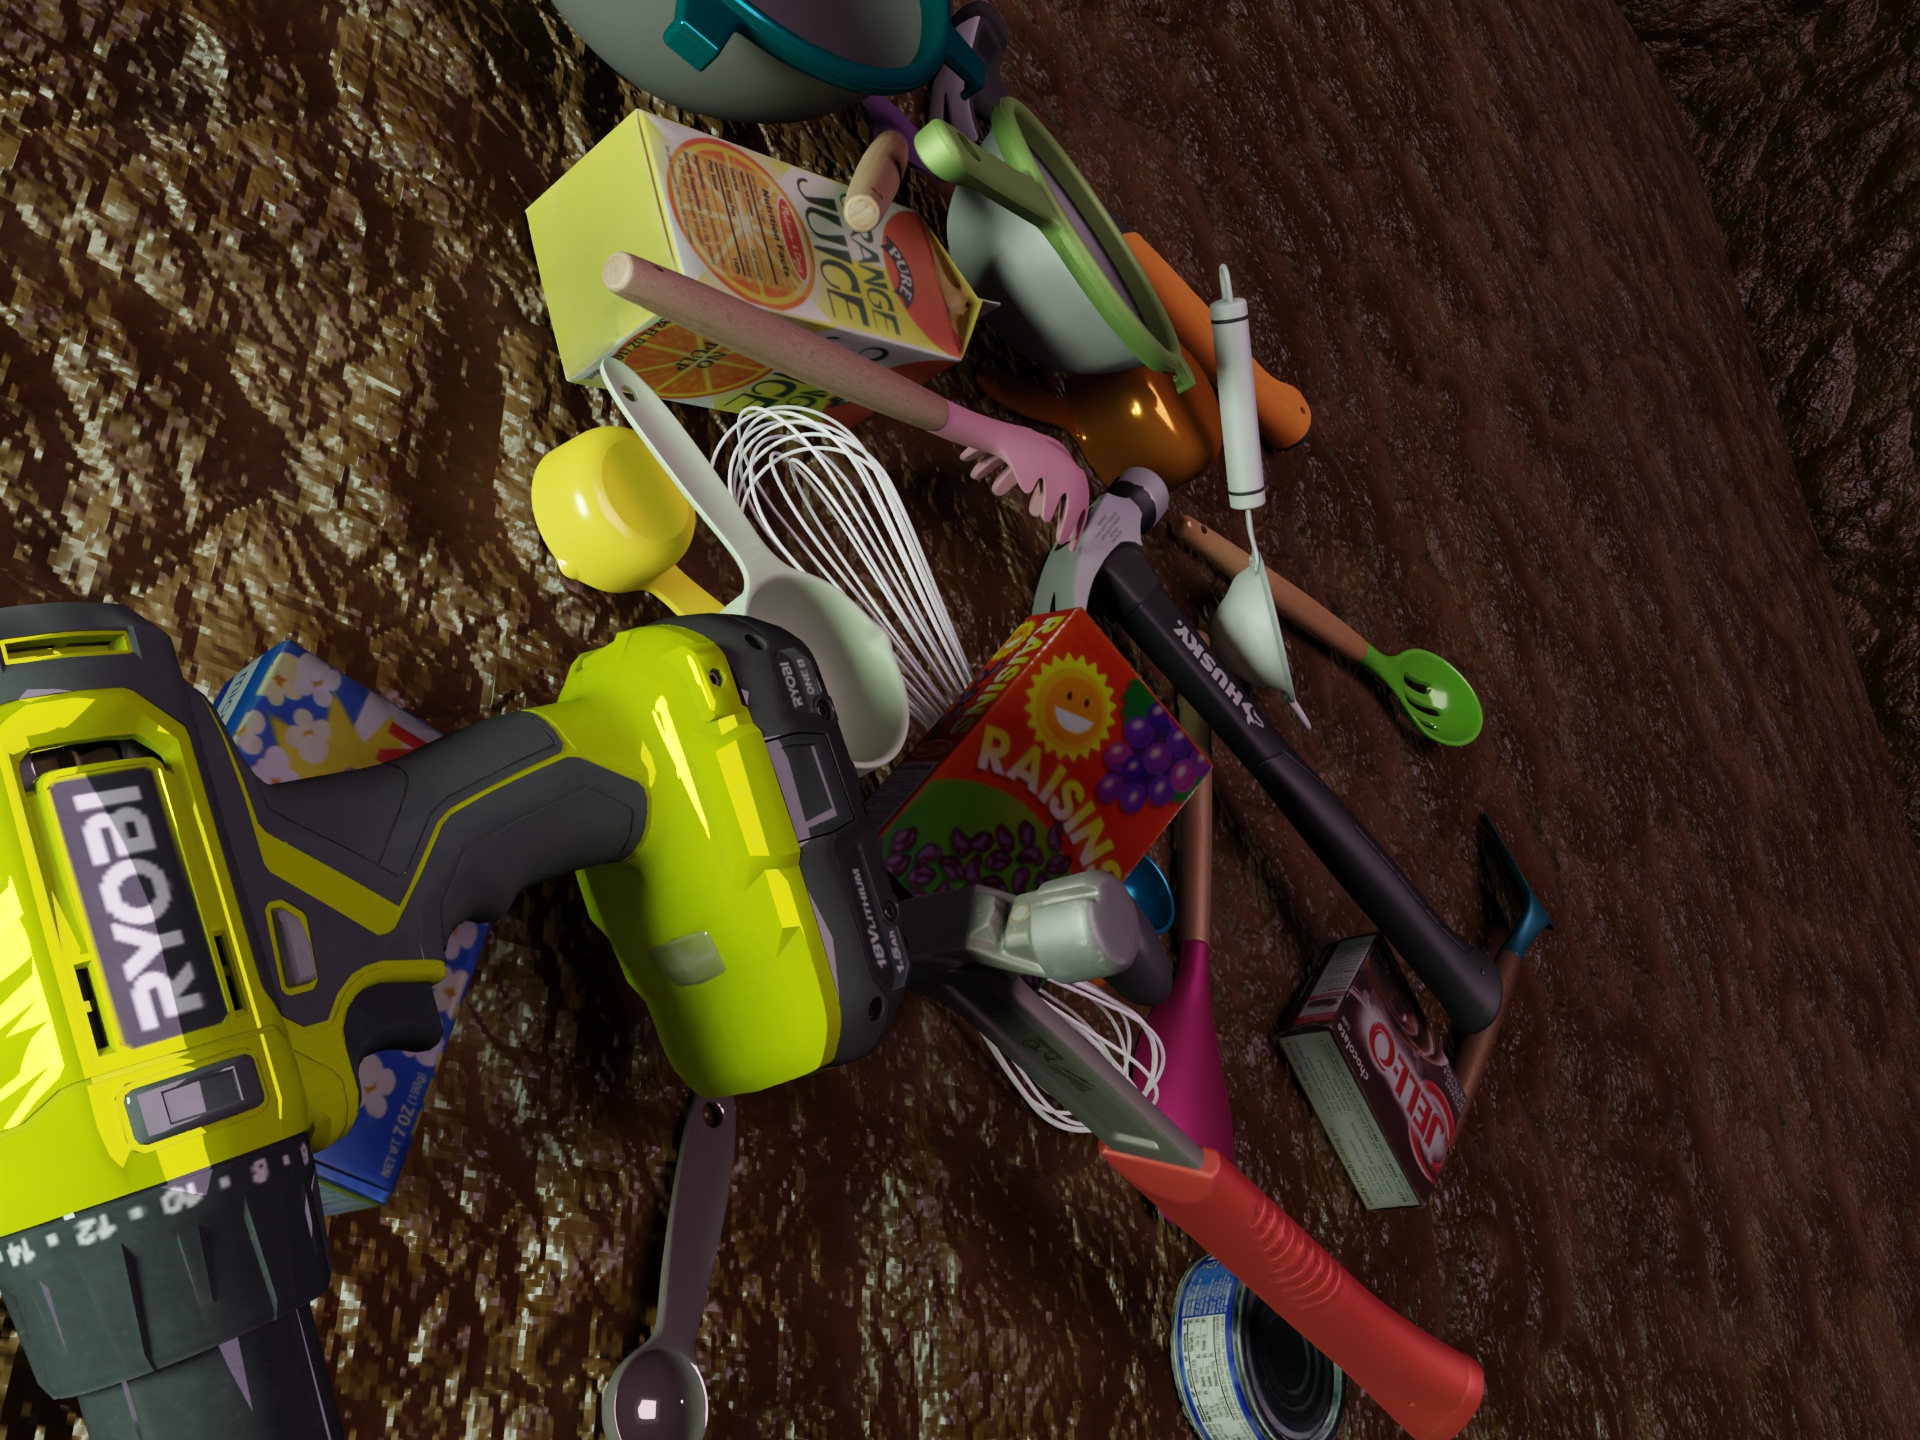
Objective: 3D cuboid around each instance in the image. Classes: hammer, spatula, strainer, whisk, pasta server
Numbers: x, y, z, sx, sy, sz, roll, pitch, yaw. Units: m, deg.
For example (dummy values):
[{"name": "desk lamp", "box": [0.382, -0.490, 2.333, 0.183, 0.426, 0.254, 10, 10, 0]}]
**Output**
[{"name": "hammer", "box": [0.105, -0.262, 0.932, 0.336, 0.034, 0.127, 36, 45, -34]}, {"name": "spatula", "box": [0.322, 0.167, 0.979, 0.082, 0.044, 0.317, 57, 42, -12]}, {"name": "strainer", "box": [0.020, -0.214, 0.720, 0.151, 0.069, 0.256, 61, 22, 7]}, {"name": "hammer", "box": [0.085, 0.179, 0.587, 0.358, 0.149, 0.037, 46, 42, -30]}, {"name": "hammer", "box": [0.162, 0.031, 0.801, 0.334, 0.035, 0.146, 49, 42, -8]}, {"name": "strainer", "box": [-0.141, -0.374, 0.648, 0.211, 0.095, 0.340, -25, 84, -53]}, {"name": "spatula", "box": [-0.029, -0.238, 0.674, 0.059, 0.018, 0.316, 42, 20, -17]}, {"name": "whisk", "box": [-0.001, -0.002, 0.621, 0.284, 0.070, 0.070, 55, 38, -8]}, {"name": "strainer", "box": [0.152, -0.112, 0.849, 0.087, 0.050, 0.258, -83, 164, -69]}, {"name": "whisk", "box": [-0.006, 0.084, 0.605, 0.246, 0.058, 0.059, 43, 8, -24]}, {"name": "pasta server", "box": [-0.029, -0.121, 0.630, 0.060, 0.040, 0.316, 41, 16, 28]}]

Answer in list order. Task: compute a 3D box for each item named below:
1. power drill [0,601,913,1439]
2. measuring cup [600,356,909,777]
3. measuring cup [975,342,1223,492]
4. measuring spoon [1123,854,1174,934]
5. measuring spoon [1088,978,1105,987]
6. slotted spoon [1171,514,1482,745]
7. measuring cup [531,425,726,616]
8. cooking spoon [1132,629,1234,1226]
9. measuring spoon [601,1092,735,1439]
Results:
[{"name": "power drill", "box": [-0.118, 0.063, 0.381, 0.228, 0.080, 0.190, -13, 82, -51]}, {"name": "measuring cup", "box": [-0.083, -0.047, 0.549, 0.167, 0.038, 0.083, 55, 33, -1]}, {"name": "measuring cup", "box": [0.078, -0.169, 0.831, 0.173, 0.052, 0.095, 5, 67, -52]}, {"name": "measuring spoon", "box": [0.057, 0.042, 0.729, 0.042, 0.021, 0.129, -9, 69, -51]}, {"name": "measuring spoon", "box": [0.043, 0.061, 0.698, 0.021, 0.011, 0.117, -10, 79, -53]}, {"name": "slotted spoon", "box": [0.231, -0.055, 0.982, 0.313, 0.031, 0.070, 27, 52, -38]}, {"name": "measuring cup", "box": [-0.087, -0.045, 0.580, 0.156, 0.029, 0.062, 44, 42, -25]}, {"name": "cooking spoon", "box": [0.112, 0.085, 0.764, 0.068, 0.017, 0.319, 31, 48, -32]}, {"name": "measuring spoon", "box": [-0.087, 0.164, 0.484, 0.034, 0.018, 0.124, 39, 38, -31]}]
